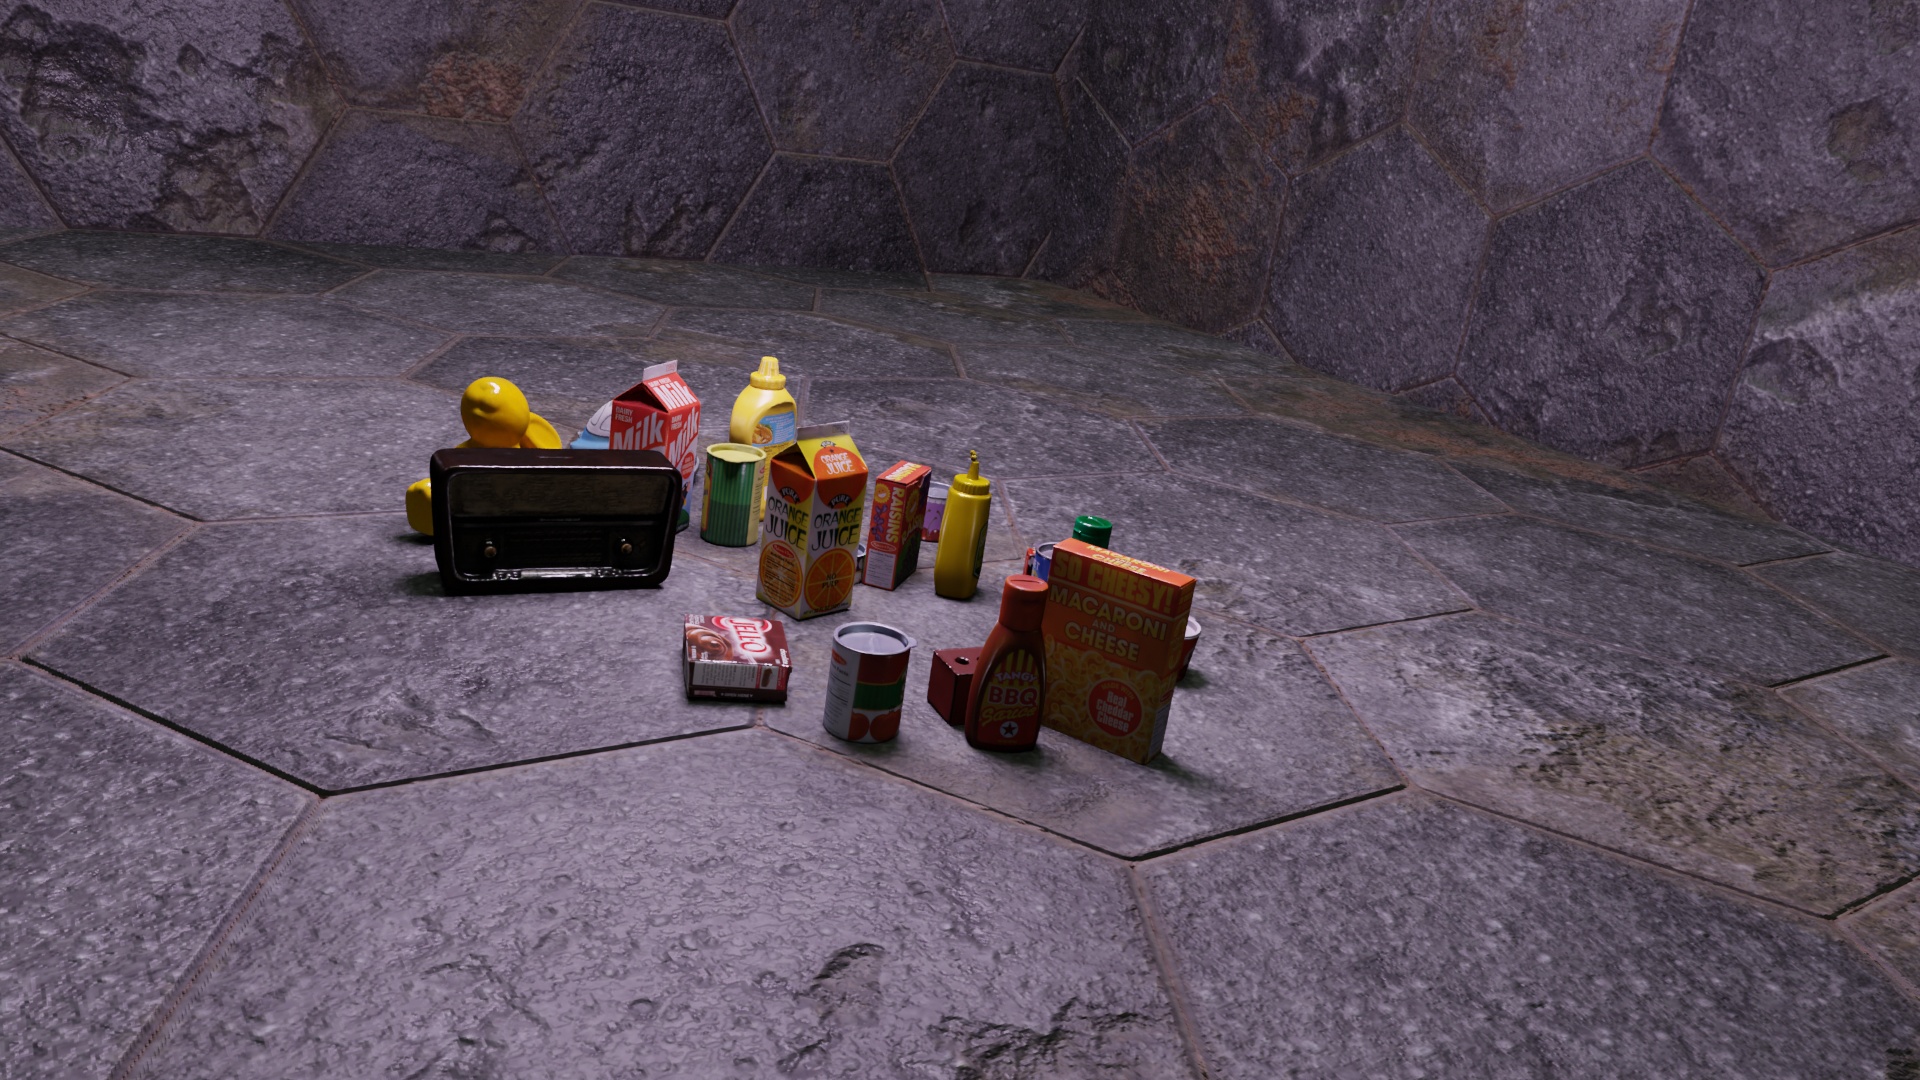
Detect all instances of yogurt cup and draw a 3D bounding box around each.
[{"bbox_3d":[0.202,0.106,1.386,0.072,0.053,0.072,8,18,-3],"label":"yogurt cup"}]

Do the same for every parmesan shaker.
[{"bbox_3d":[-0.257,-0.050,1.560,0.071,0.102,0.071,8,18,-3],"label":"parmesan shaker"}]

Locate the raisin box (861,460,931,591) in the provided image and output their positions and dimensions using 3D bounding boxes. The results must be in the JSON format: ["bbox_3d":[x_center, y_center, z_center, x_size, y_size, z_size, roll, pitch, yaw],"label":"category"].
[{"bbox_3d":[-0.069,-0.017,1.517,0.040,0.123,0.086,14,19,14],"label":"raisin box"}]

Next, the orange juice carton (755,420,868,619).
[{"bbox_3d":[-0.148,-0.025,1.395,0.073,0.192,0.072,24,23,38],"label":"orange juice carton"}]

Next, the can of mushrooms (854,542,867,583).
[{"bbox_3d":[-0.136,0.022,1.511,0.071,0.033,0.071,8,18,-3],"label":"can of mushrooms"}]

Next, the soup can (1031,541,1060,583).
[{"bbox_3d":[0.102,0.050,1.459,0.071,0.083,0.071,8,18,-3],"label":"soup can"}]

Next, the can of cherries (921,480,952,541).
[{"bbox_3d":[-0.036,-0.036,1.691,0.071,0.058,0.072,8,18,-3],"label":"can of cherries"}]

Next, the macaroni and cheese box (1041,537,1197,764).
[{"bbox_3d":[0.128,0.094,1.209,0.124,0.165,0.040,18,20,27],"label":"macaroni and cheese box"}]

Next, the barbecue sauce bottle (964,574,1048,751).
[{"bbox_3d":[0.044,0.103,1.172,0.065,0.148,0.044,5,18,-12],"label":"barbecue sauce bottle"}]

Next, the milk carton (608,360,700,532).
[{"bbox_3d":[-0.341,-0.103,1.540,0.073,0.189,0.072,14,19,15],"label":"milk carton"}]

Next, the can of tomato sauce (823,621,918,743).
[{"bbox_3d":[-0.077,0.120,1.171,0.071,0.082,0.071,8,18,-3],"label":"can of tomato sauce"}]

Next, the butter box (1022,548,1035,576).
[{"bbox_3d":[0.121,0.042,1.542,0.103,0.053,0.024,6,18,-7],"label":"butter box"}]

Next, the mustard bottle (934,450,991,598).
[{"bbox_3d":[0.005,-0.019,1.499,0.049,0.159,0.065,12,18,9],"label":"mustard bottle"}]

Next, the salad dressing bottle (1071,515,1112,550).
[{"bbox_3d":[0.119,0.050,1.366,0.044,0.147,0.064,-2,21,-30],"label":"salad dressing bottle"}]
